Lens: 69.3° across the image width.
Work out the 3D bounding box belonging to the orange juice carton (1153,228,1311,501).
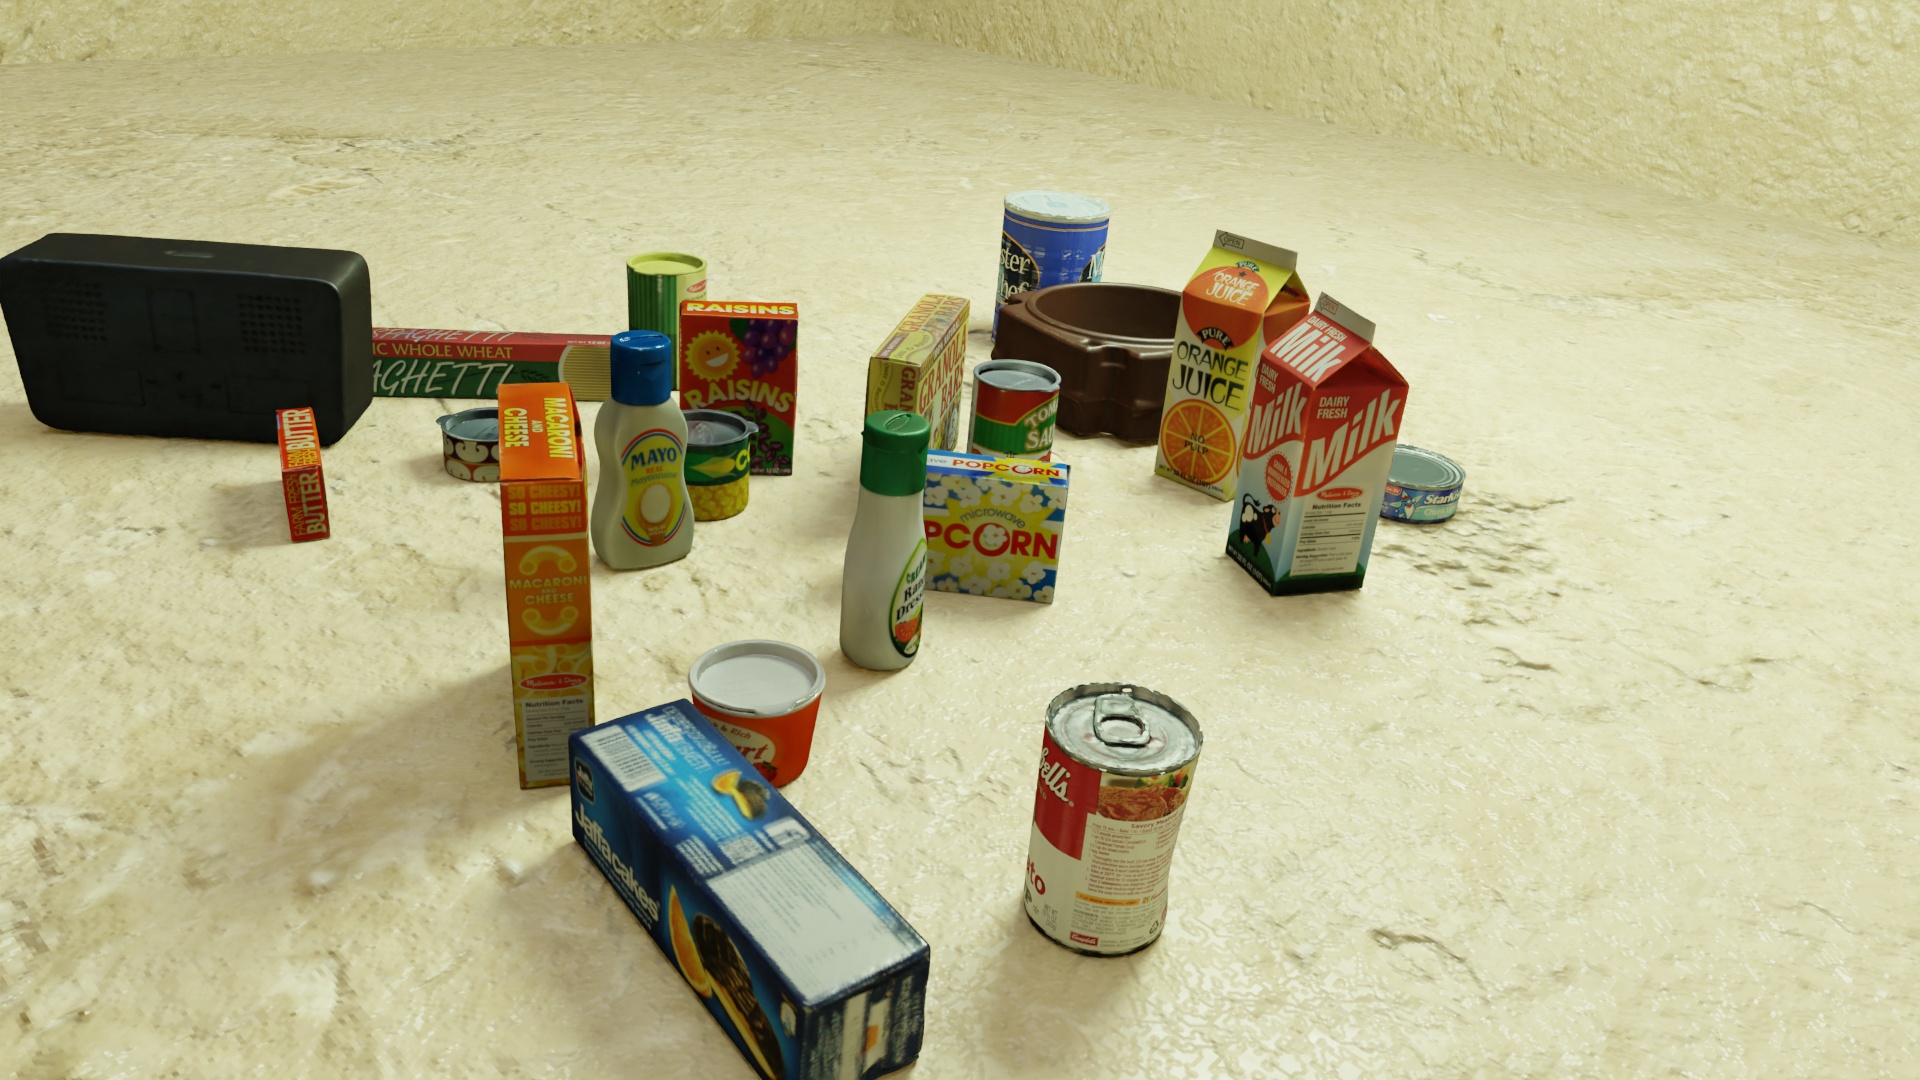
[{"bbox_3d":[0.210,-0.136,1.063,0.072,0.191,0.073,26,32,35],"label":"orange juice carton"}]

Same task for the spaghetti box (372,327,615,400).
[{"bbox_3d":[-0.393,-0.142,1.117,0.250,0.050,0.029,0,26,-10],"label":"spaghetti box"}]

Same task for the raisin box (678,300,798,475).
[{"bbox_3d":[-0.163,-0.112,1.019,0.086,0.122,0.040,1,26,-10],"label":"raisin box"}]

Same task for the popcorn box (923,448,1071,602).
[{"bbox_3d":[0.003,-0.011,0.891,0.127,0.084,0.038,6,26,2],"label":"popcorn box"}]

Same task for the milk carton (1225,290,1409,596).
[{"bbox_3d":[0.239,-0.064,0.926,0.073,0.189,0.072,-3,27,-18],"label":"milk carton"}]

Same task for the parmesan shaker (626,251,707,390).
[{"bbox_3d":[-0.249,-0.185,1.173,0.071,0.102,0.071,4,26,-2],"label":"parmesan shaker"}]

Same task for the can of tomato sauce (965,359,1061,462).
[{"bbox_3d":[0.041,-0.087,1.054,0.071,0.082,0.071,4,26,-2],"label":"can of tomato sauce"}]

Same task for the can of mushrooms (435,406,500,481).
[{"bbox_3d":[-0.341,-0.070,1.002,0.071,0.033,0.071,4,26,-2],"label":"can of mushrooms"}]

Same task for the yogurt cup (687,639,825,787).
[{"bbox_3d":[-0.103,0.089,0.703,0.072,0.053,0.073,4,26,-2],"label":"yogurt cup"}]

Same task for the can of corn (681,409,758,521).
[{"bbox_3d":[-0.178,-0.053,0.971,0.071,0.058,0.071,4,26,-2],"label":"can of corn"}]

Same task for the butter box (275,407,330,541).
[{"bbox_3d":[-0.431,-0.044,0.910,0.024,0.053,0.104,-8,29,-25],"label":"butter box"}]

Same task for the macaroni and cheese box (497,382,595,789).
[{"bbox_3d":[-0.207,0.019,0.697,0.040,0.165,0.124,-3,27,-17],"label":"macaroni and cheese box"}]

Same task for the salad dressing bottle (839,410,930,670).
[{"bbox_3d":[-0.041,0.001,0.788,0.044,0.147,0.064,14,27,17],"label":"salad dressing bottle"}]

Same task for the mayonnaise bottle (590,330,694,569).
[{"bbox_3d":[-0.200,-0.056,0.872,0.065,0.147,0.041,-13,31,-33],"label":"mayonnaise bottle"}]

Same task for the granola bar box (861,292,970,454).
[{"bbox_3d":[-0.032,-0.099,1.019,0.039,0.123,0.166,10,26,8],"label":"granola bar box"}]
